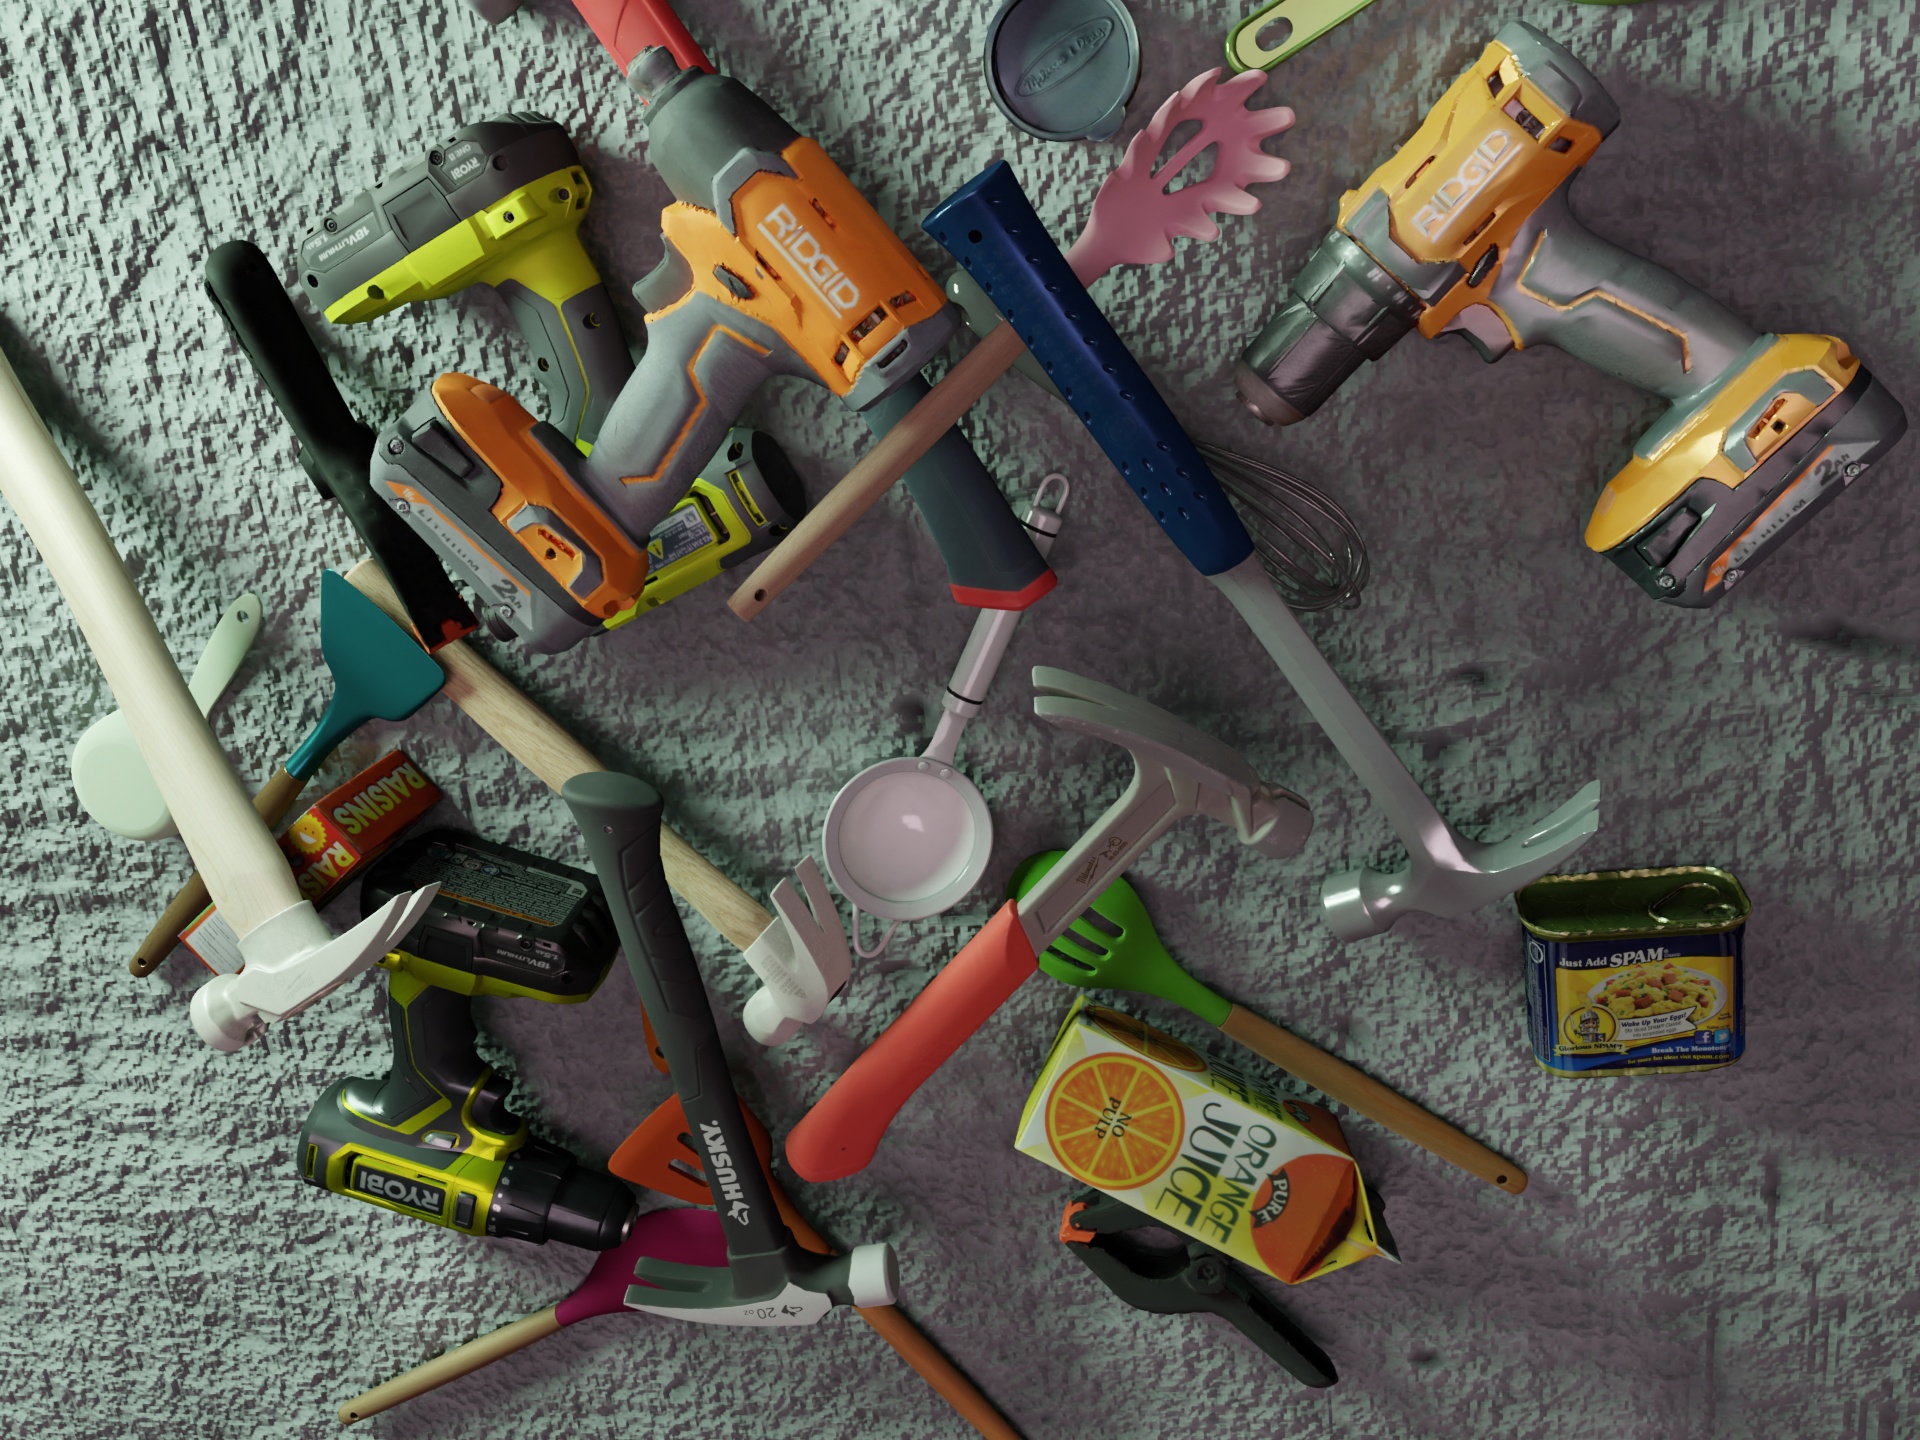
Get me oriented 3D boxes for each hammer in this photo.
[{"bbox_3d":[-0.409,-0.045,0.789,0.146,0.038,0.411,-32,86,19],"label":"hammer"},{"bbox_3d":[0.003,0.123,0.787,0.149,0.037,0.359,26,126,-21],"label":"hammer"},{"bbox_3d":[0.127,-0.064,0.688,0.144,0.035,0.405,-25,115,36],"label":"hammer"},{"bbox_3d":[-0.064,-0.220,0.708,0.143,0.038,0.386,-33,97,17],"label":"hammer"},{"bbox_3d":[-0.140,0.177,0.812,0.146,0.035,0.334,-10,114,9],"label":"hammer"},{"bbox_3d":[-0.188,0.035,0.819,0.331,0.031,0.130,42,140,-1],"label":"hammer"}]

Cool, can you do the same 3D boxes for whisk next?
[{"bbox_3d":[0.089,-0.128,0.724,0.239,0.055,0.055,38,111,-1],"label":"whisk"}]

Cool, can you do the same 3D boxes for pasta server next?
[{"bbox_3d":[0.016,-0.156,0.682,0.316,0.040,0.060,-45,114,0],"label":"pasta server"}]

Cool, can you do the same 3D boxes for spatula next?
[{"bbox_3d":[-0.063,0.328,0.914,0.081,0.041,0.322,-42,100,0],"label":"spatula"},{"bbox_3d":[-0.383,0.046,0.869,0.082,0.044,0.317,43,112,-4],"label":"spatula"}]

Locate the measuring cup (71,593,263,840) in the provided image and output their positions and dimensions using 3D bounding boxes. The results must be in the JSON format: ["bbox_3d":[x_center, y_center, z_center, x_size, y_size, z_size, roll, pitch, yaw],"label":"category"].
[{"bbox_3d":[-0.425,-0.002,0.861,0.083,0.038,0.167,38,113,-5],"label":"measuring cup"}]

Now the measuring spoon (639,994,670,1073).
[{"bbox_3d":[-0.171,0.147,0.884,0.021,0.011,0.116,0,109,10],"label":"measuring spoon"}]

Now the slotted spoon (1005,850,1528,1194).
[{"bbox_3d":[0.160,0.164,0.825,0.313,0.031,0.070,30,113,-3],"label":"slotted spoon"}]

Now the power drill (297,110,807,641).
[{"bbox_3d":[-0.199,-0.151,0.751,0.171,0.080,0.223,-25,107,16],"label":"power drill"}]

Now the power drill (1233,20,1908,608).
[{"bbox_3d":[0.246,-0.147,0.672,0.226,0.084,0.185,42,111,-2],"label":"power drill"}]

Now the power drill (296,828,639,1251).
[{"bbox_3d":[-0.258,0.190,0.882,0.190,0.080,0.228,17,114,1],"label":"power drill"}]

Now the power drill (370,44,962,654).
[{"bbox_3d":[-0.135,-0.154,0.664,0.226,0.084,0.164,-39,106,12],"label":"power drill"}]

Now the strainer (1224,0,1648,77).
[{"bbox_3d":[0.218,-0.330,0.615,0.256,0.069,0.151,-29,102,16],"label":"strainer"}]

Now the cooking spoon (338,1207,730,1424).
[{"bbox_3d":[-0.264,0.375,0.978,0.319,0.017,0.068,-29,101,18],"label":"cooking spoon"}]

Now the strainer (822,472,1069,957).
[{"bbox_3d":[-0.001,-0.003,0.787,0.086,0.050,0.258,20,106,-14],"label":"strainer"}]
